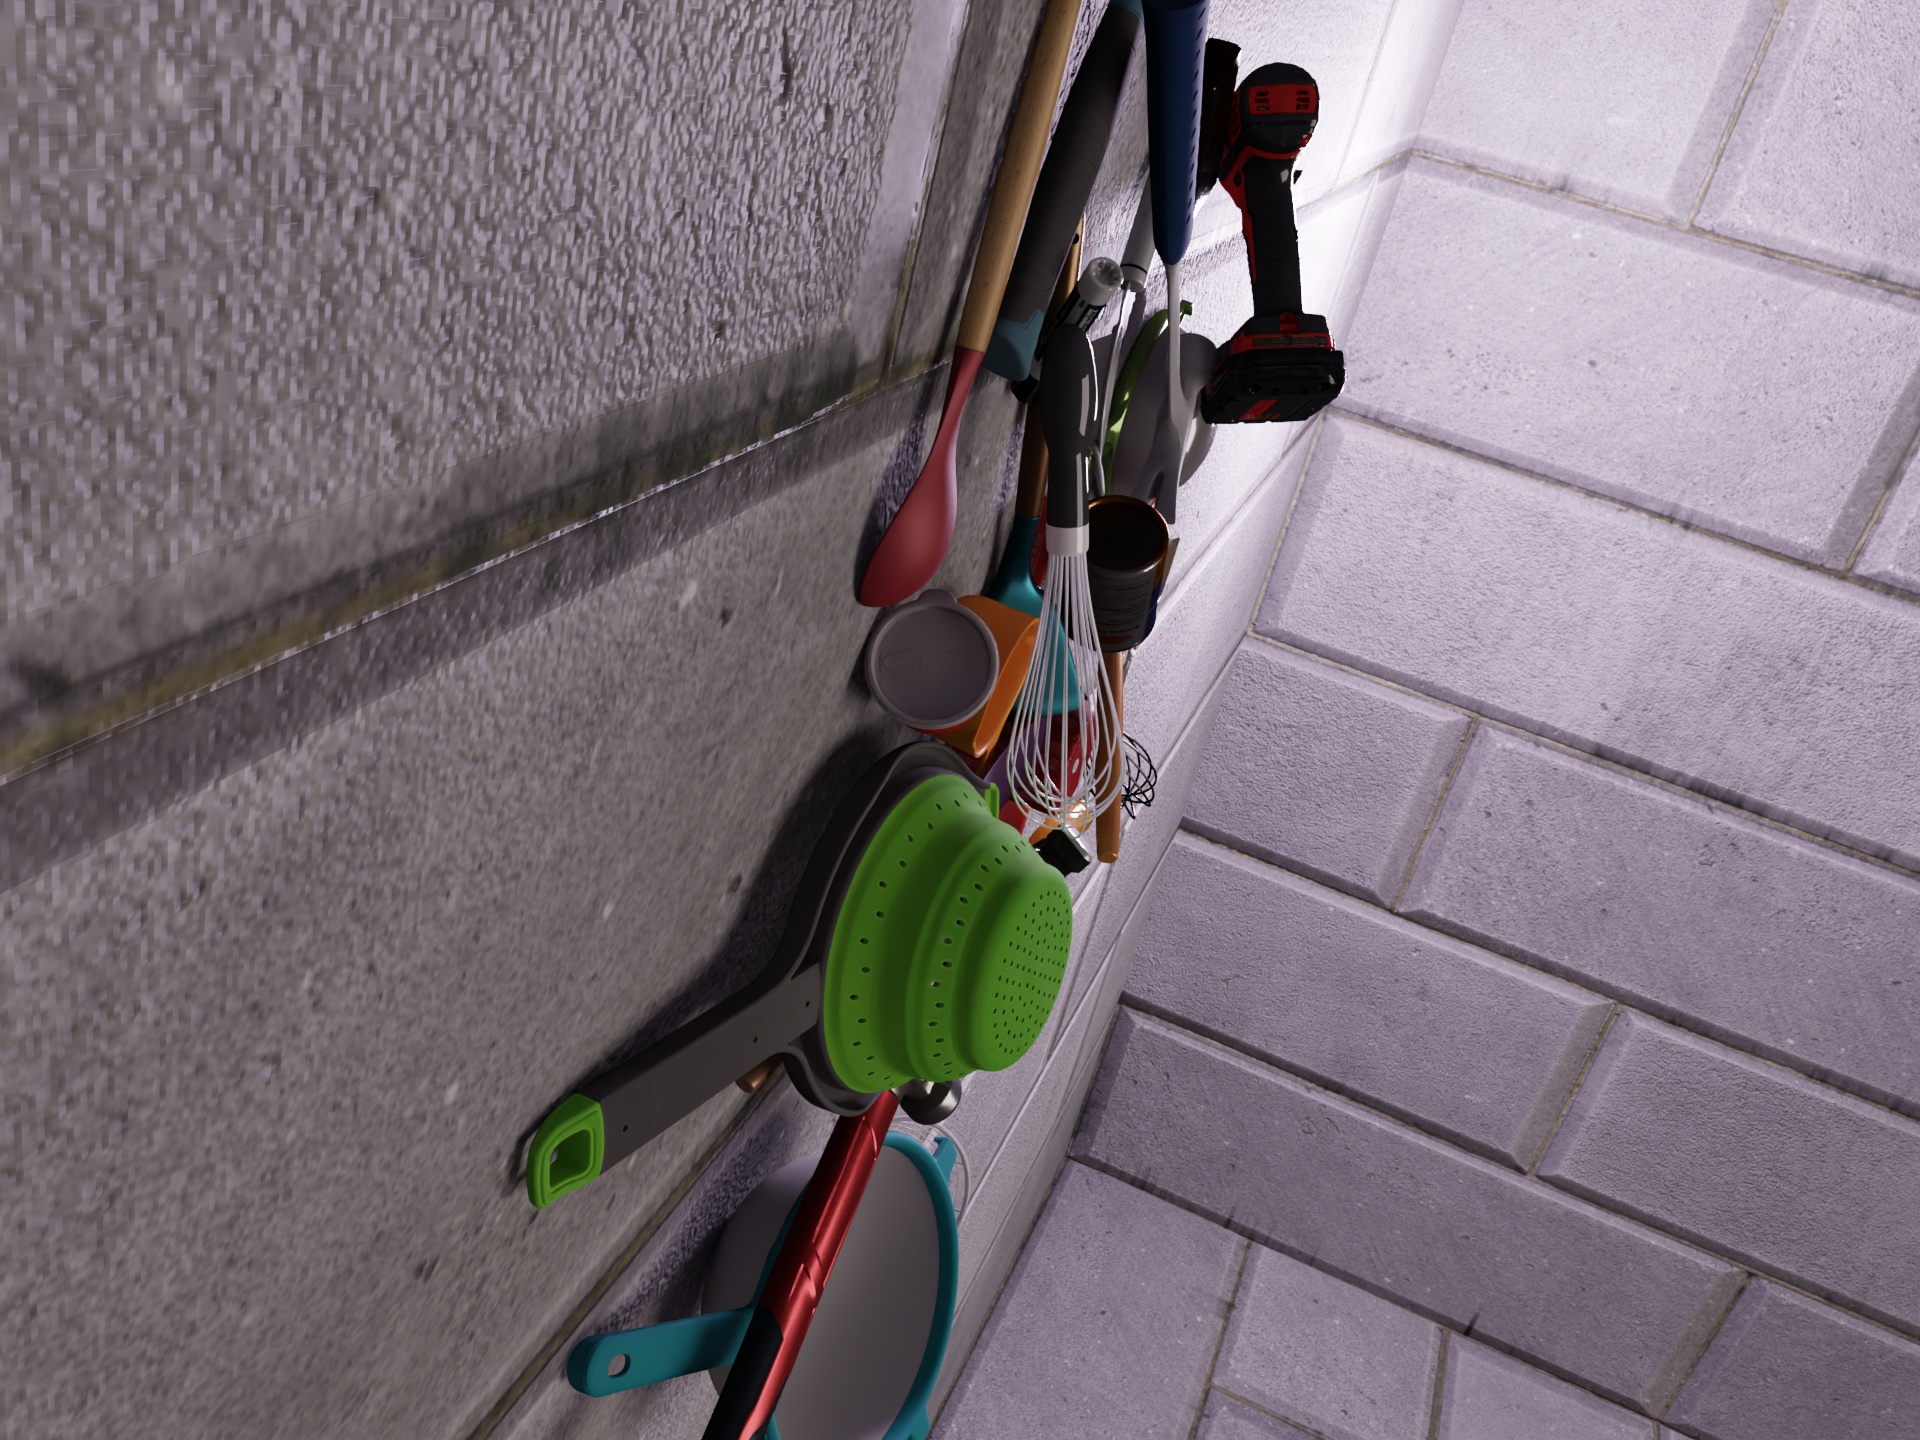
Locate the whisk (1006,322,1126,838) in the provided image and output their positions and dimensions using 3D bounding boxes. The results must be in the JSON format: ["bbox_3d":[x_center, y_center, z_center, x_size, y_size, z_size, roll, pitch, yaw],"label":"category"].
[{"bbox_3d":[0.057,-0.068,0.850,0.070,0.070,0.284,-46,139,-59],"label":"whisk"}]

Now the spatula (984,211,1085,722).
[{"bbox_3d":[0.048,-0.139,0.930,0.044,0.082,0.317,-118,-152,-48],"label":"spatula"}]

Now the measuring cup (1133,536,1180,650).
[{"bbox_3d":[0.128,-0.090,1.174,0.168,0.038,0.083,-58,165,-63],"label":"measuring cup"}]

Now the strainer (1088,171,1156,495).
[{"bbox_3d":[0.100,-0.262,0.968,0.087,0.050,0.258,74,33,-79],"label":"strainer"}]

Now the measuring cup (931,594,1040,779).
[{"bbox_3d":[-0.002,-0.003,0.945,0.095,0.052,0.173,-57,169,-37],"label":"measuring cup"}]

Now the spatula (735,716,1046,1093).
[{"bbox_3d":[-0.029,0.096,0.911,0.316,0.018,0.059,-48,156,-40],"label":"spatula"}]

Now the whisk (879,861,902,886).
[{"bbox_3d":[-0.038,0.169,1.079,0.058,0.059,0.246,-32,147,-22],"label":"whisk"}]

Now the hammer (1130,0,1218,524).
[{"bbox_3d":[0.118,-0.252,0.882,0.405,0.035,0.144,70,33,-69],"label":"hammer"}]

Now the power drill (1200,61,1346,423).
[{"bbox_3d":[0.210,-0.323,1.104,0.143,0.078,0.220,172,-84,-87],"label":"power drill"}]

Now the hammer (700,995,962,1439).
[{"bbox_3d":[-0.106,0.318,0.833,0.143,0.038,0.387,54,46,-36],"label":"hammer"}]

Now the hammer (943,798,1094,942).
[{"bbox_3d":[0.053,0.101,1.143,0.127,0.034,0.337,-40,177,10],"label":"hammer"}]

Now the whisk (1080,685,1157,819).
[{"bbox_3d":[0.086,-0.002,1.147,0.238,0.055,0.055,52,56,-45],"label":"whisk"}]

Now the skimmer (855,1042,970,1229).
[{"bbox_3d":[-0.054,0.282,1.086,0.127,0.090,0.363,-29,149,-18],"label":"skimmer"}]

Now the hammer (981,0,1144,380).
[{"bbox_3d":[0.075,-0.328,0.772,0.128,0.033,0.331,0,111,-75],"label":"hammer"}]

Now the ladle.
[{"bbox_3d":[0.011,-0.198,0.738,0.069,0.031,0.315,-28,136,-71],"label":"ladle"}]

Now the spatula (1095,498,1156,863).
[{"bbox_3d":[0.109,-0.040,1.062,0.081,0.041,0.323,118,-17,-49],"label":"spatula"}]

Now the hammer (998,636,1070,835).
[{"bbox_3d":[0.053,0.023,1.233,0.149,0.037,0.359,-44,152,-61],"label":"hammer"}]

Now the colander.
[{"bbox_3d":[-0.042,0.139,0.771,0.397,0.094,0.204,-26,125,-58],"label":"colander"}]

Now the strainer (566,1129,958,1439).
[{"bbox_3d":[-0.126,0.344,0.927,0.340,0.095,0.211,19,75,-56],"label":"strainer"}]

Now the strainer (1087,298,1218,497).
[{"bbox_3d":[0.140,-0.207,1.149,0.256,0.069,0.151,-49,156,-60],"label":"strainer"}]
